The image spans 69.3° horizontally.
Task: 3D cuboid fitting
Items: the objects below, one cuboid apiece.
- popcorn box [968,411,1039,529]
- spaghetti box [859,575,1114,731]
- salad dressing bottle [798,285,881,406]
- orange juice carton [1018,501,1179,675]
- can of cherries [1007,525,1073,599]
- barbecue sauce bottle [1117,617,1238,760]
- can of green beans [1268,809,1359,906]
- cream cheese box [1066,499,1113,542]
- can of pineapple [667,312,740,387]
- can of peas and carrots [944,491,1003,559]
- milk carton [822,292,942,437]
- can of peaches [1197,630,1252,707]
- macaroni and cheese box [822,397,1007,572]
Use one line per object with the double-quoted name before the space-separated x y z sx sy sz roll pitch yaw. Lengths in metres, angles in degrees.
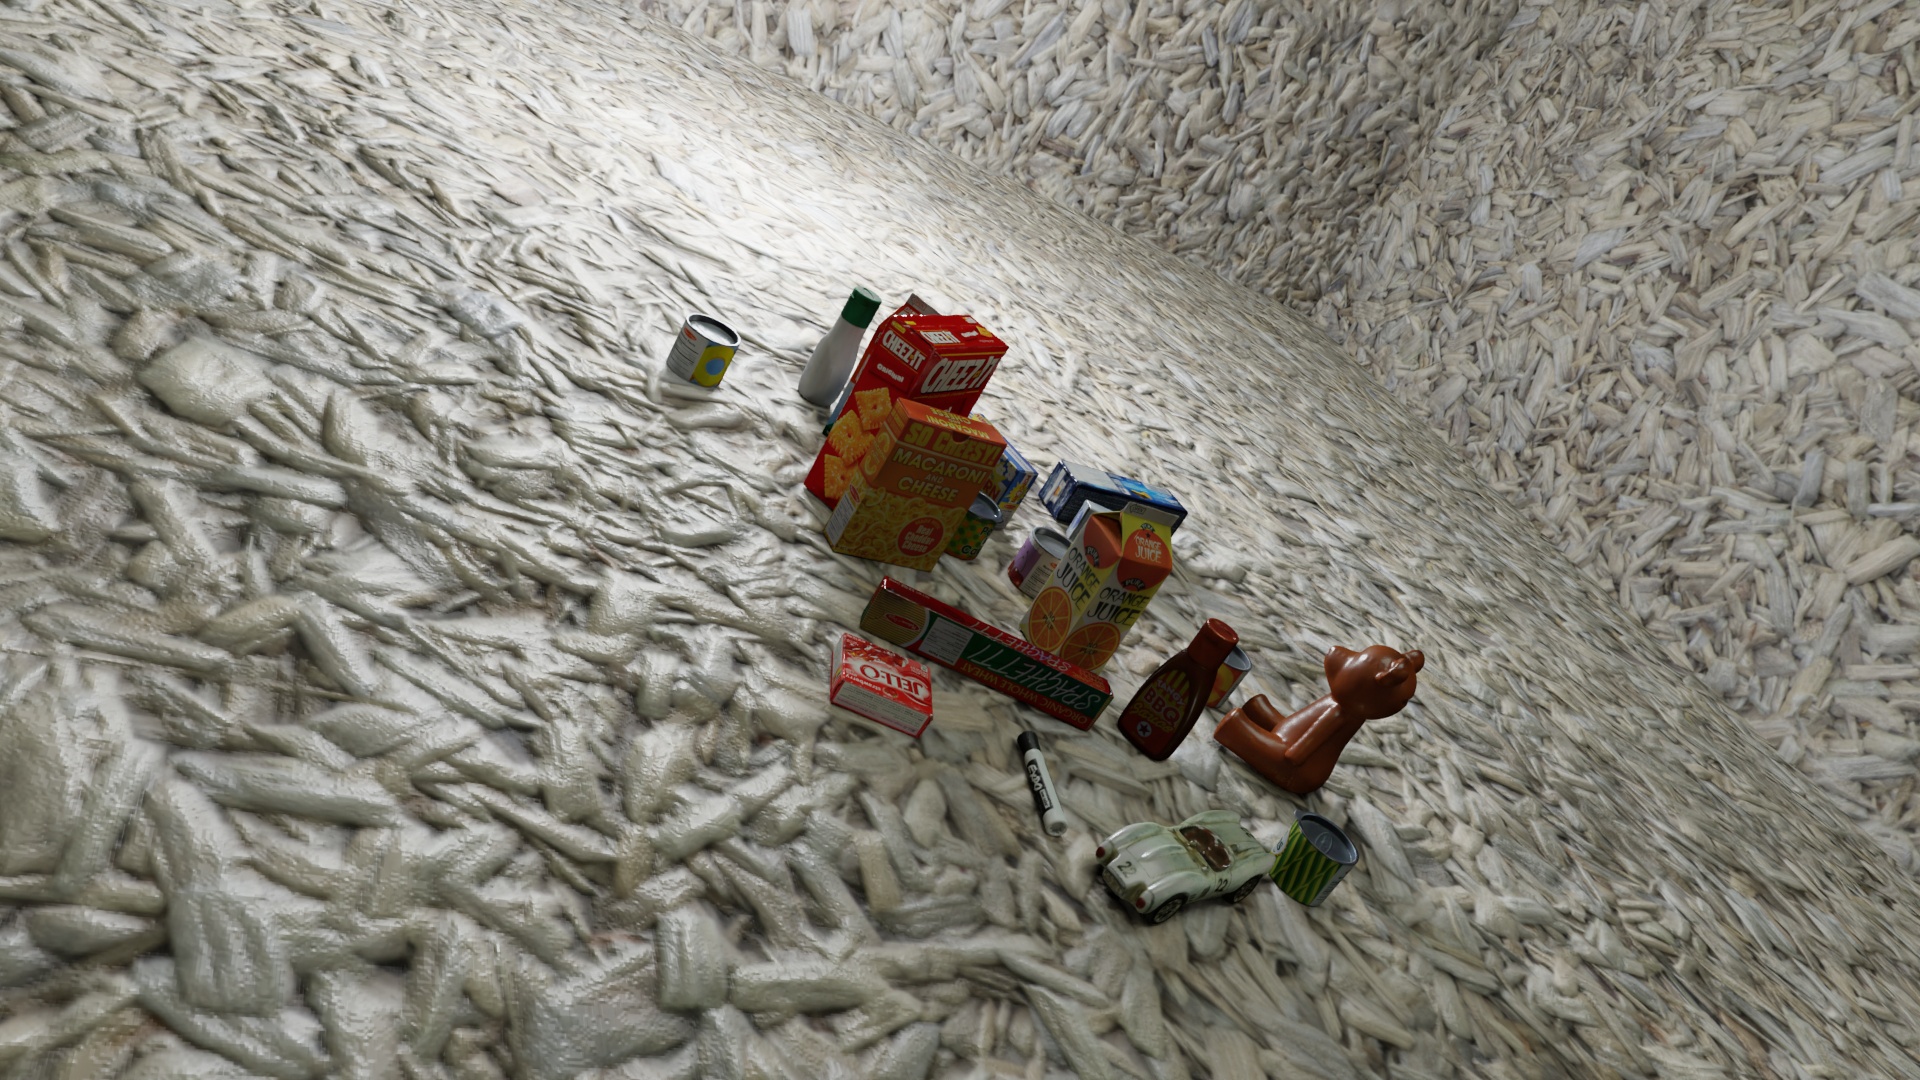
"popcorn box" 0.027 -0.084 1.643 0.038 0.085 0.127 5 35 -46
"spaghetti box" 0.026 0.109 1.315 0.250 0.050 0.029 26 24 -13
"salad dressing bottle" -0.142 -0.231 1.650 0.044 0.147 0.064 13 30 -36
"orange juice carton" 0.146 0.043 1.408 0.072 0.192 0.073 14 29 -34
"can of cherries" 0.094 0.026 1.544 0.071 0.058 0.072 26 24 -13
"barbecue sauce bottle" 0.216 0.142 1.354 0.065 0.148 0.044 43 26 24
"can of green beans" 0.328 0.298 1.298 0.071 0.057 0.071 26 24 -13
"cream cheese box" 0.188 -0.007 1.723 0.104 0.053 0.024 23 25 -19
"can of pineapple" -0.286 -0.213 1.555 0.071 0.057 0.071 26 24 -13
"can of peas and carrots" 0.005 -0.019 1.526 0.071 0.058 0.071 26 24 -13
"milk carton" -0.074 -0.184 1.587 0.072 0.189 0.074 39 25 16
"can of peaches" 0.277 0.142 1.538 0.071 0.057 0.071 26 24 -13
"macaroni and cheese box" -0.045 -0.052 1.398 0.124 0.165 0.040 13 30 -36
